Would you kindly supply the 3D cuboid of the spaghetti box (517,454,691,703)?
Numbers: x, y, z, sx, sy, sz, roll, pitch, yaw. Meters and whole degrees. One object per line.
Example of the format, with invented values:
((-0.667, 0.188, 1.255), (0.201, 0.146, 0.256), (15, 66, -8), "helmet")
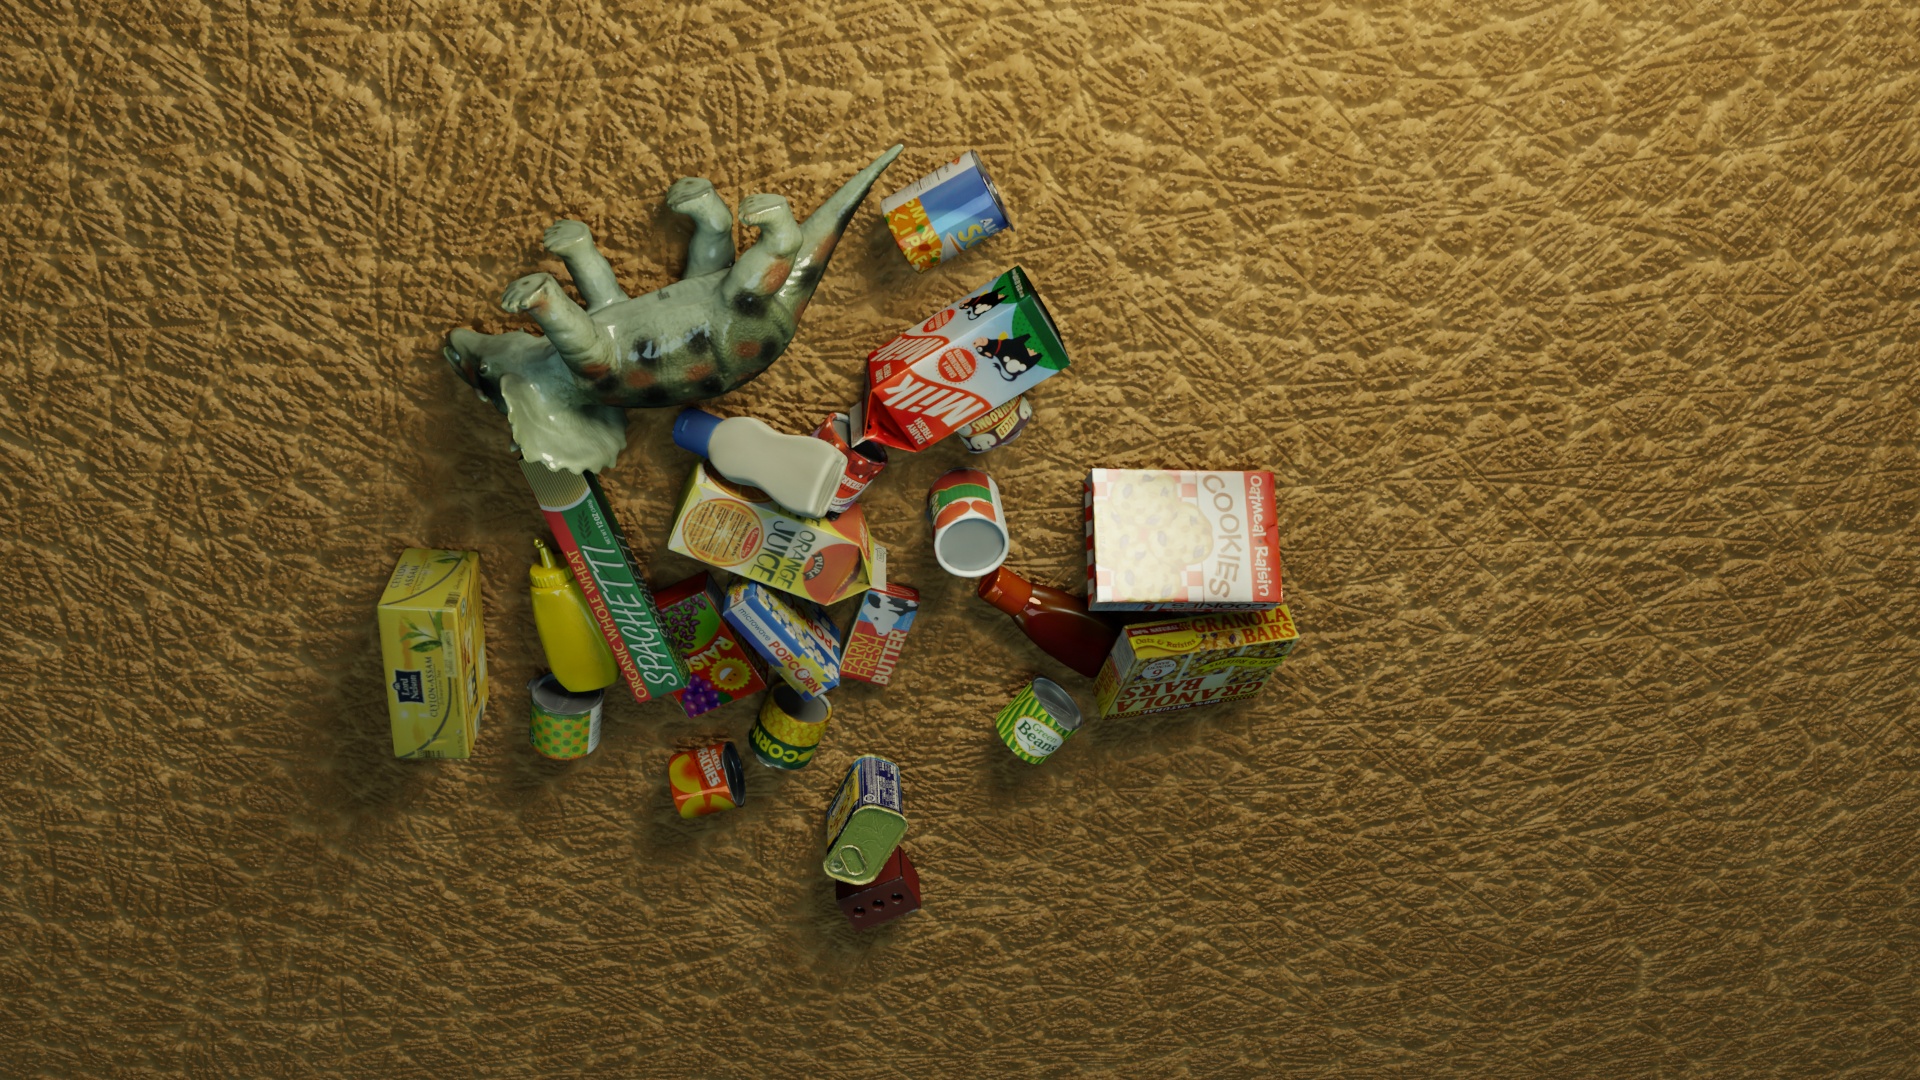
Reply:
((-0.310, 0.029, 1.222), (0.050, 0.029, 0.249), (-19, 108, 7), "spaghetti box")

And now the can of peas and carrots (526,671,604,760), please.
((-0.374, 0.164, 1.308), (0.071, 0.071, 0.058), (7, 121, -10), "can of peas and carrots")

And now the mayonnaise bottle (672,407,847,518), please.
((-0.170, -0.071, 1.159), (0.148, 0.041, 0.065), (23, 88, 20), "mayonnaise bottle")

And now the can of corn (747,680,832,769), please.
((-0.164, 0.178, 1.335), (0.071, 0.071, 0.058), (19, 117, -17), "can of corn")

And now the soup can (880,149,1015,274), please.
((-0.010, -0.254, 1.088), (0.083, 0.072, 0.071), (-27, 120, 11), "soup can")

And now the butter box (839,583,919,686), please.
((-0.079, 0.087, 1.315), (0.053, 0.024, 0.103), (14, 118, -13), "butter box")

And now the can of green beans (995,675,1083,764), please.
((0.077, 0.176, 1.361), (0.071, 0.071, 0.057), (33, 113, -23), "can of green beans")

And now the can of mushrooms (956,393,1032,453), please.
((0.026, -0.107, 1.180), (0.071, 0.071, 0.033), (-28, 118, 11), "can of mushrooms")

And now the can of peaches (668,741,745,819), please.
((-0.249, 0.234, 1.363), (0.058, 0.071, 0.071), (-14, 122, 4), "can of peaches")

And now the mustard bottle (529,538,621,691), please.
((-0.354, 0.062, 1.258), (0.065, 0.049, 0.159), (-10, 121, 0), "mustard bottle")

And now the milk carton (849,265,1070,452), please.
((-0.012, -0.141, 1.155), (0.190, 0.073, 0.073), (-29, 120, 12), "milk carton")

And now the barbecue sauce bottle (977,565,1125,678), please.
((0.085, 0.073, 1.312), (0.148, 0.044, 0.064), (31, 118, -21), "barbecue sauce bottle")

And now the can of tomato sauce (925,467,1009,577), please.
((0.004, -0.015, 1.226), (0.071, 0.083, 0.070), (-3, 121, -4), "can of tomato sauce")

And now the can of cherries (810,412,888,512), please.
((-0.104, -0.066, 1.192), (0.071, 0.072, 0.058), (35, 112, -23), "can of cherries")

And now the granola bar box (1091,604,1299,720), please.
((0.220, 0.117, 1.309), (0.166, 0.039, 0.123), (-6, 148, -16), "granola bar box")

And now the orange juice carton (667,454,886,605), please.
((-0.153, -0.006, 1.223), (0.193, 0.072, 0.072), (21, 117, -17), "orange juice carton")

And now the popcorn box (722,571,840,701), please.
((-0.161, 0.074, 1.263), (0.038, 0.085, 0.126), (-31, 120, 14), "popcorn box")

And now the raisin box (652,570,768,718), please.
((-0.245, 0.099, 1.297), (0.086, 0.040, 0.123), (-24, 119, 8), "raisin box")

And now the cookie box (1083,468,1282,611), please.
((0.198, 0.000, 1.237), (0.168, 0.123, 0.040), (1, 164, -6), "cookie box")

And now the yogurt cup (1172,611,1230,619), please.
((0.225, 0.034, 1.296), (0.072, 0.054, 0.072), (-3, 122, -4), "yogurt cup")
